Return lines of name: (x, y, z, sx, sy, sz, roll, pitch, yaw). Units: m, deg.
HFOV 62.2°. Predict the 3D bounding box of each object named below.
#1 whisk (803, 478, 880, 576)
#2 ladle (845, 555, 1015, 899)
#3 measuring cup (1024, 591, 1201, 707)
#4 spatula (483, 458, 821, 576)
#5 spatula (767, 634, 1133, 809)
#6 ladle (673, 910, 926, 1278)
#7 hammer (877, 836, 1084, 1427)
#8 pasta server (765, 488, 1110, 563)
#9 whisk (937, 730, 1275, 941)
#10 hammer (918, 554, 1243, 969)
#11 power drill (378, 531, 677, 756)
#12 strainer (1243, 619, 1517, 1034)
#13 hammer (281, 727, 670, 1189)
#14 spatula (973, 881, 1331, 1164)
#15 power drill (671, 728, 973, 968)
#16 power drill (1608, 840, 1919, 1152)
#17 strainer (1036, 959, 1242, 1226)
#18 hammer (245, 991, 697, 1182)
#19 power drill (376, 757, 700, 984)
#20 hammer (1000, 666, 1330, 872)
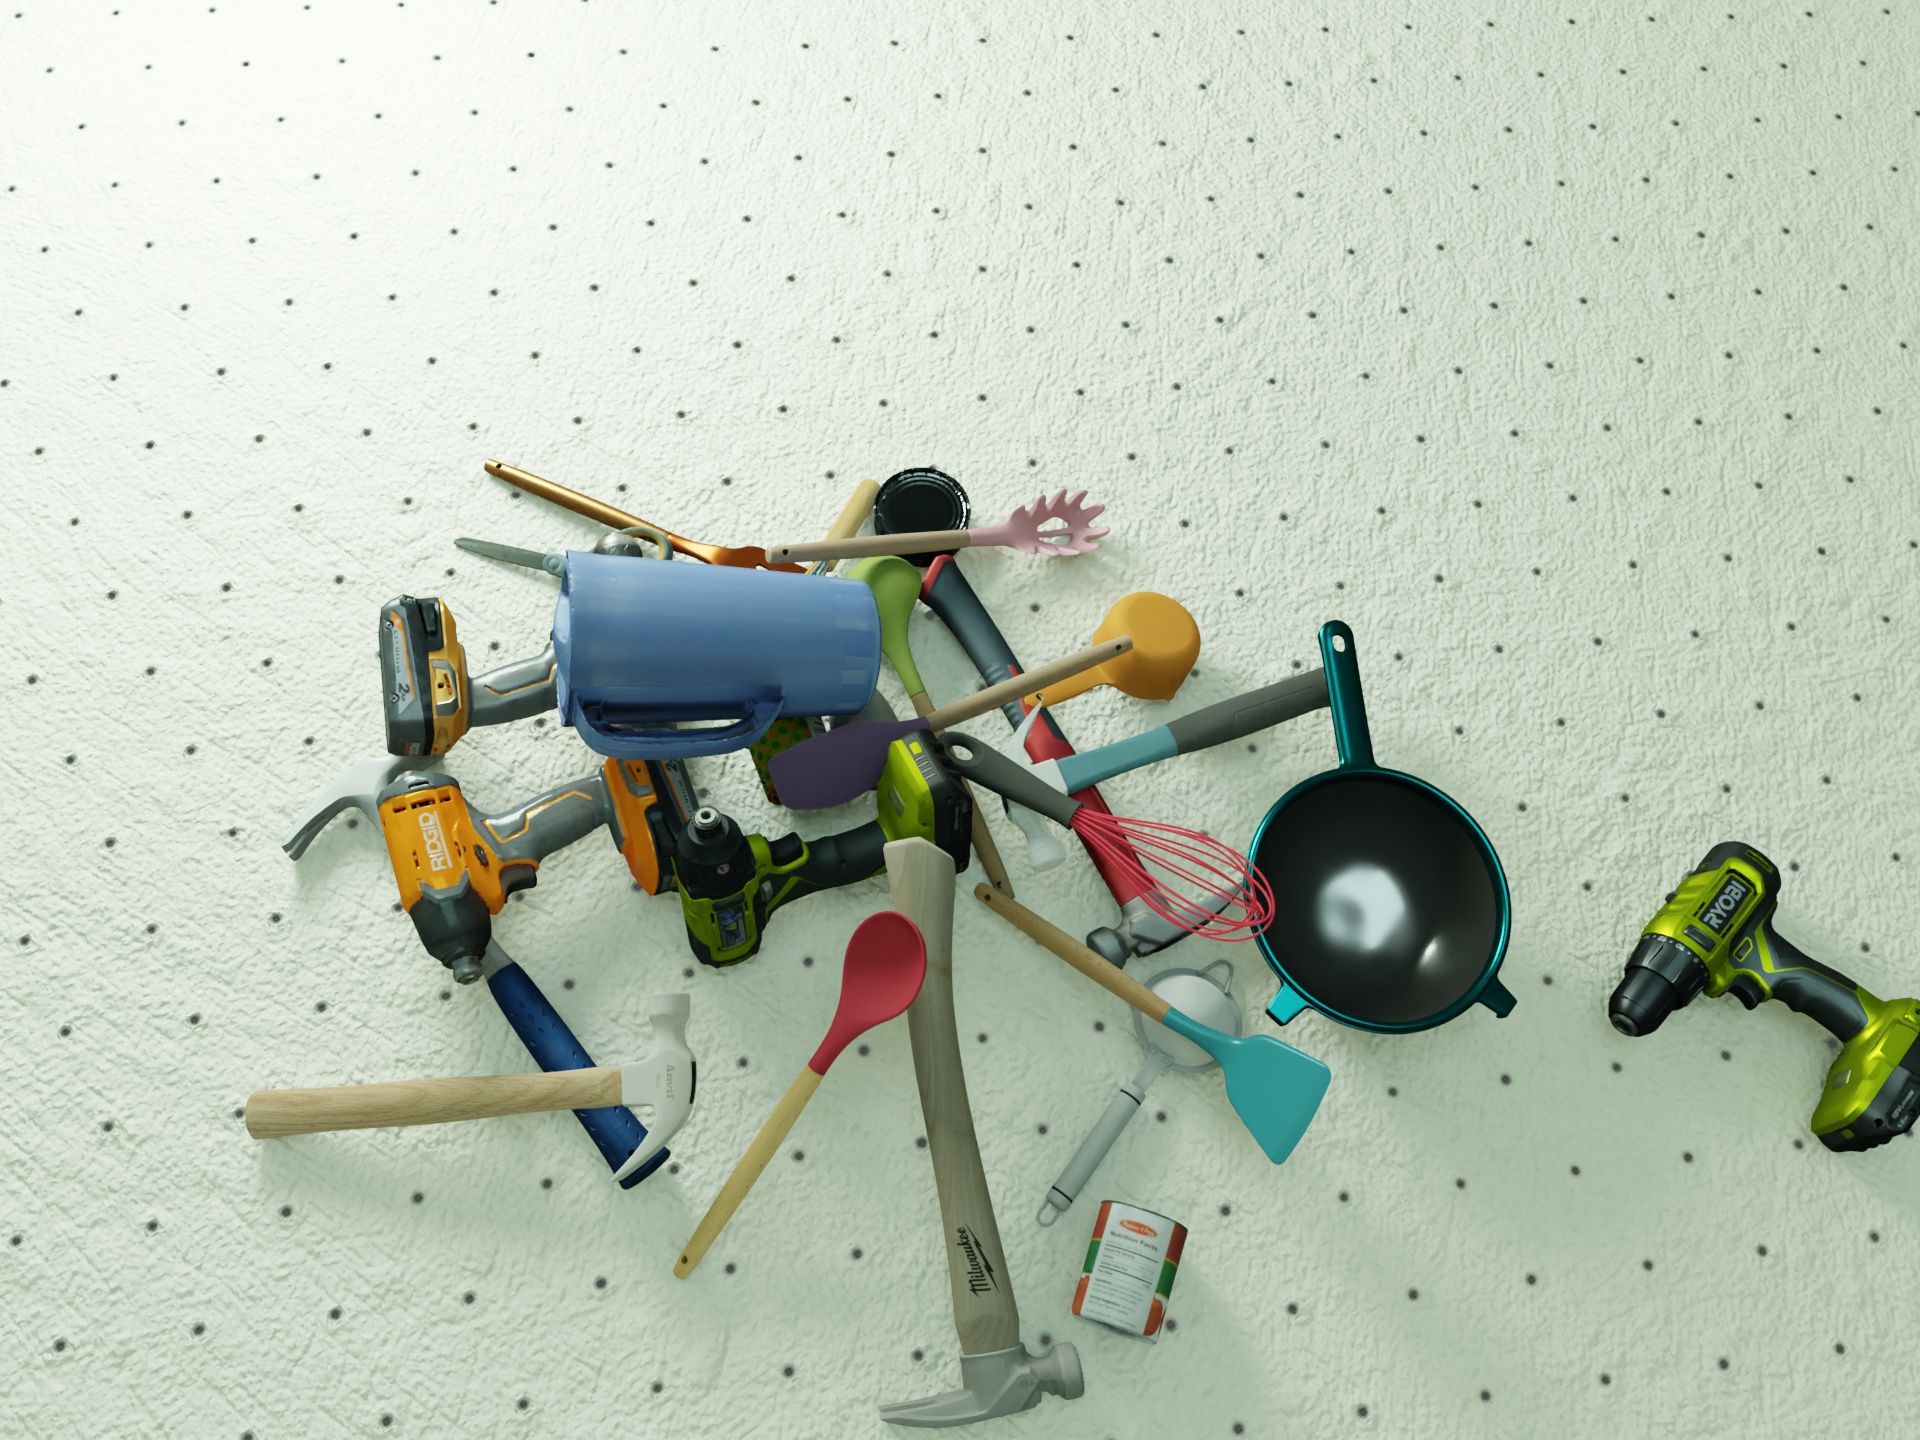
whisk: (-0.130, -0.121, 1.365, 0.047, 0.051, 0.245, 32, 60, -7)
ladle: (-0.020, 0.004, 1.332, 0.078, 0.062, 0.320, -28, 77, 16)
measuring cup: (0.128, -0.054, 1.333, 0.173, 0.052, 0.095, -22, 66, -32)
spatula: (-0.275, -0.161, 1.392, 0.322, 0.041, 0.081, 23, 64, 10)
spatula: (-0.002, -0.004, 1.278, 0.316, 0.018, 0.059, -23, 104, -12)
ladle: (-0.117, 0.272, 1.141, 0.069, 0.031, 0.315, 37, 96, 30)
hammer: (-0.017, 0.291, 1.149, 0.146, 0.038, 0.411, -9, 82, -8)
pasta server: (-0.015, -0.156, 1.356, 0.316, 0.040, 0.060, -8, 81, -28)
whisk: (0.105, 0.082, 1.214, 0.296, 0.073, 0.073, 28, 67, 19)
hammer: (0.086, 0.015, 1.333, 0.143, 0.038, 0.387, -25, 70, -16)
power drill: (-0.348, -0.062, 1.283, 0.226, 0.084, 0.185, -4, 75, -23)
strainer: (0.313, 0.090, 1.283, 0.211, 0.095, 0.341, -1, 68, -6)
hammer: (-0.364, 0.189, 1.223, 0.144, 0.035, 0.406, -36, 73, -18)
spatula: (0.133, 0.209, 1.207, 0.318, 0.044, 0.082, 31, 103, 24)
power drill: (-0.107, 0.094, 1.212, 0.223, 0.171, 0.080, -20, 55, -17)
power drill: (0.645, 0.230, 1.261, 0.229, 0.080, 0.190, 41, 69, 16)
strainer: (0.138, 0.280, 1.220, 0.087, 0.050, 0.258, 34, 71, 15)
hammer: (-0.356, 0.278, 1.159, 0.331, 0.031, 0.130, -6, 76, 4)
power drill: (-0.312, 0.104, 1.215, 0.226, 0.084, 0.164, -12, 65, -24)
hammer: (0.185, 0.014, 1.307, 0.331, 0.033, 0.128, -18, 70, -15)
